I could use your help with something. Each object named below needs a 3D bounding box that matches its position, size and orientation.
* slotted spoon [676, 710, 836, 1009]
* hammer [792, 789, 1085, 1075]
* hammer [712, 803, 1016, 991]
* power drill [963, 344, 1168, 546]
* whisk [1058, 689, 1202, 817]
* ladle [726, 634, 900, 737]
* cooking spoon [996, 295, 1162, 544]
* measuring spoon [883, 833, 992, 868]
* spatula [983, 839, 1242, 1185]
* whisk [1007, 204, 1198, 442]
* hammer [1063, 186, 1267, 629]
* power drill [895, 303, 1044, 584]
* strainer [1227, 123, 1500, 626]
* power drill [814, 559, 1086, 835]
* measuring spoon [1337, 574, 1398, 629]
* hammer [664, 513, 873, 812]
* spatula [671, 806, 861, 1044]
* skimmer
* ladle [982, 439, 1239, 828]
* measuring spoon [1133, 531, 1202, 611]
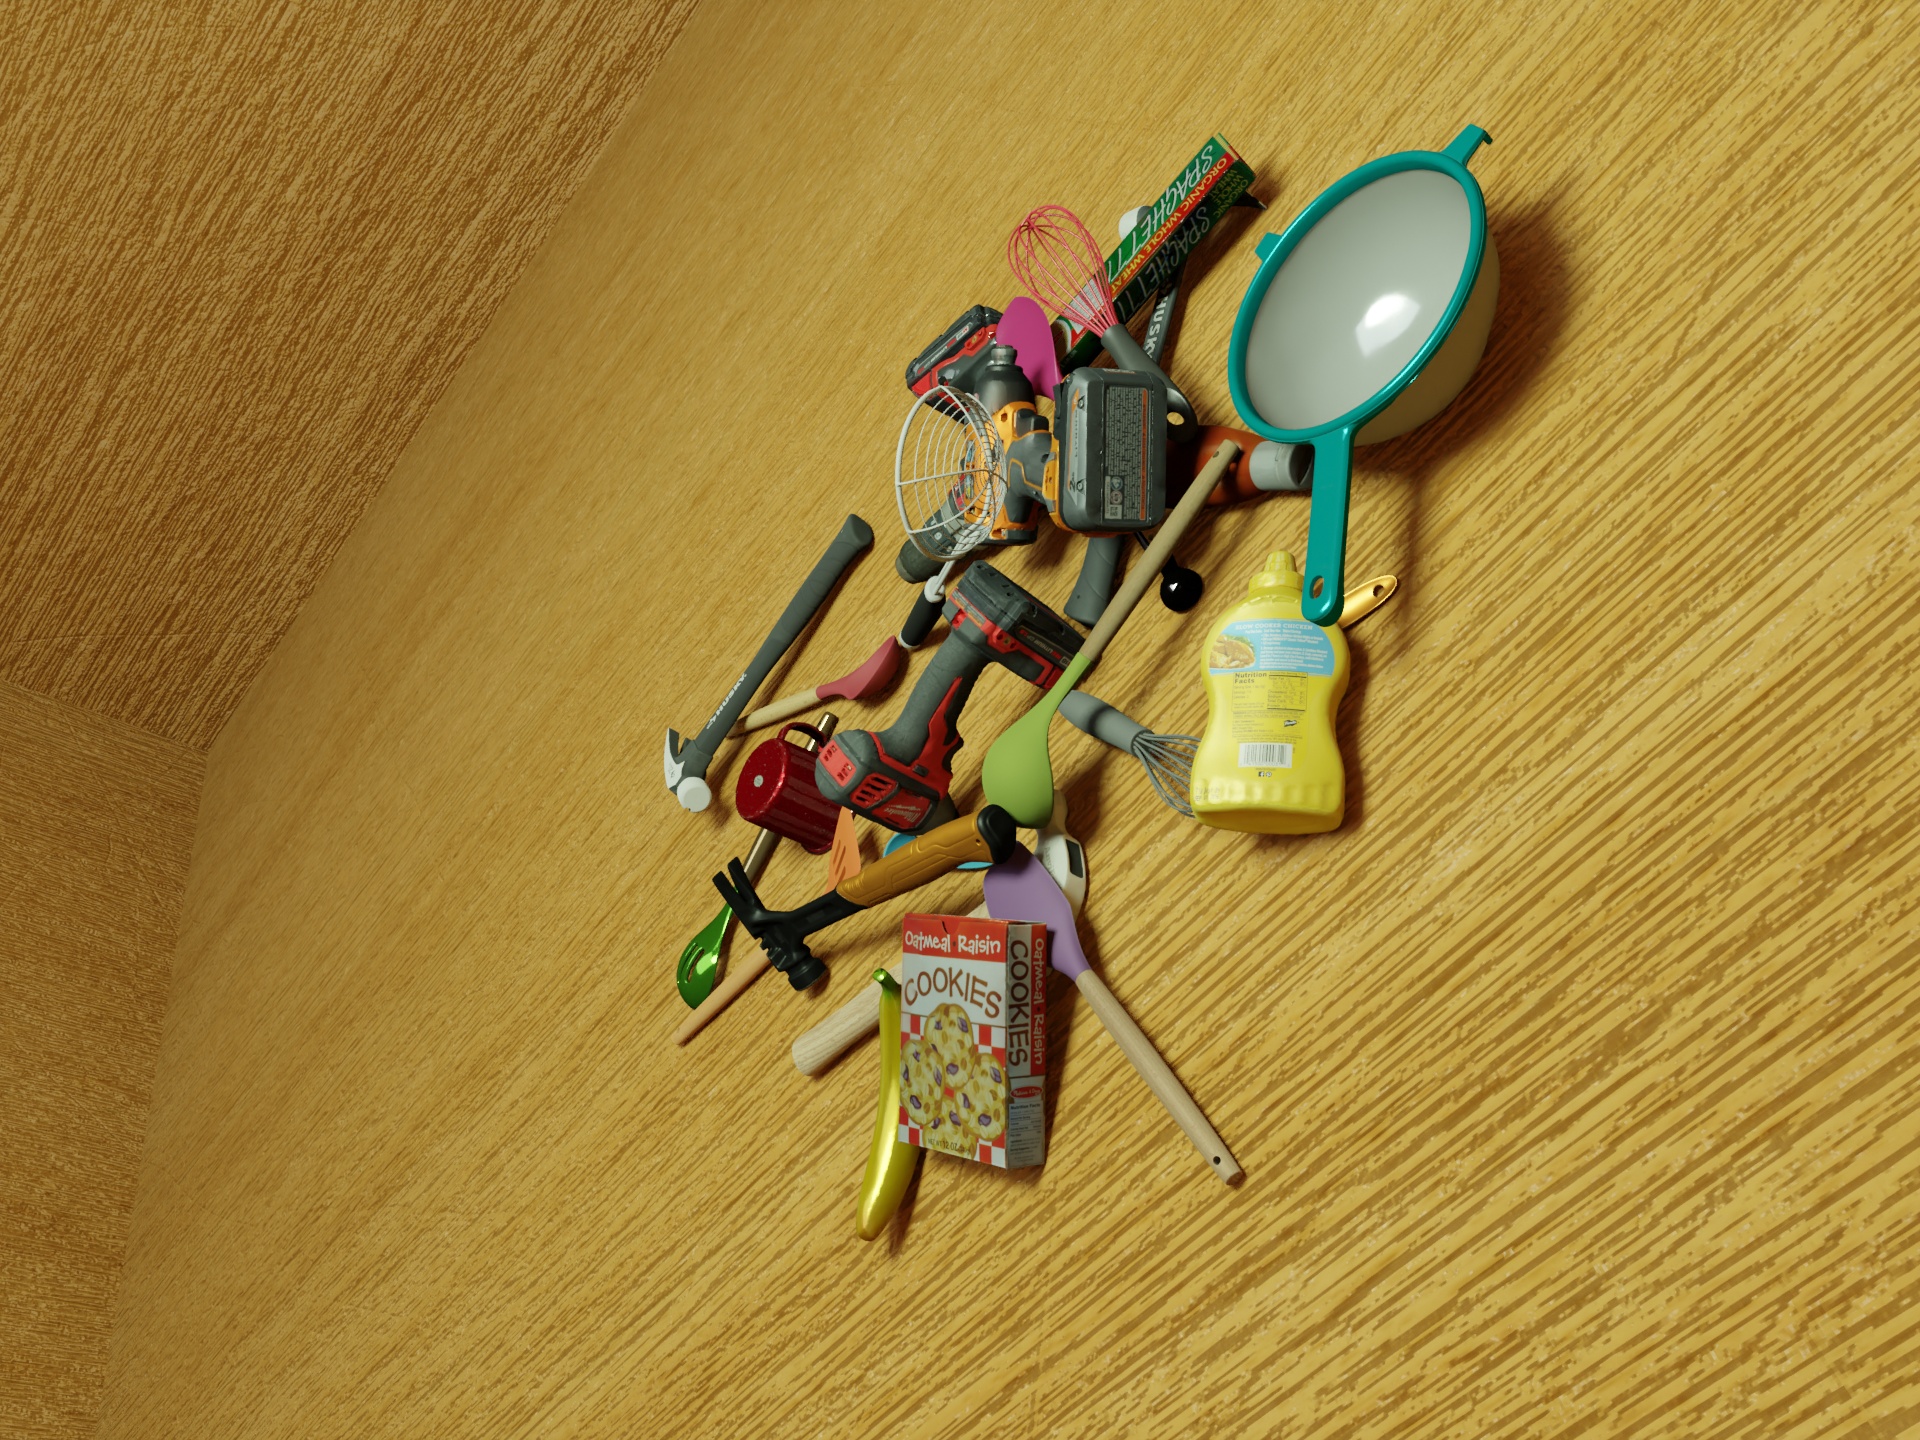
[{"bbox_3d":[-0.197,0.132,1.522,0.314,0.031,0.070,-62,32,0],"label":"slotted spoon"},{"bbox_3d":[-0.024,0.193,1.247,0.331,0.031,0.130,-41,40,30],"label":"hammer"},{"bbox_3d":[-0.074,0.124,1.256,0.337,0.127,0.034,-29,9,47],"label":"hammer"},{"bbox_3d":[0.070,-0.219,1.238,0.227,0.084,0.164,-169,78,-64],"label":"power drill"},{"bbox_3d":[0.128,0.018,1.147,0.055,0.055,0.239,-62,30,3],"label":"whisk"},{"bbox_3d":[-0.152,-0.021,1.559,0.315,0.031,0.069,-19,35,49],"label":"ladle"},{"bbox_3d":[0.097,-0.241,1.290,0.068,0.017,0.319,-56,44,33],"label":"cooking spoon"},{"bbox_3d":[-0.012,0.113,1.302,0.129,0.021,0.042,-4,70,42],"label":"measuring spoon"},{"bbox_3d":[0.095,0.192,1.071,0.060,0.018,0.316,-52,43,12],"label":"spatula"},{"bbox_3d":[0.114,-0.318,1.272,0.073,0.073,0.296,-46,51,24],"label":"whisk"},{"bbox_3d":[0.152,-0.263,1.308,0.149,0.036,0.409,-5,65,51],"label":"hammer"},{"bbox_3d":[0.005,-0.246,1.458,0.188,0.080,0.227,-35,47,36],"label":"power drill"},{"bbox_3d":[0.277,-0.207,1.054,0.211,0.095,0.340,-16,59,51],"label":"strainer"},{"bbox_3d":[-0.002,-0.004,1.261,0.219,0.143,0.079,-51,44,8],"label":"power drill"},{"bbox_3d":[0.247,-0.063,1.074,0.117,0.011,0.021,-36,57,30],"label":"measuring spoon"},{"bbox_3d":[-0.196,-0.068,1.621,0.335,0.035,0.146,-54,27,5],"label":"hammer"},{"bbox_3d":[-0.176,0.201,1.436,0.322,0.041,0.081,-45,39,27],"label":"spatula"},{"bbox_3d":[-0.035,-0.141,1.290,0.363,0.090,0.127,125,166,-69],"label":"skimmer"},{"bbox_3d":[0.116,-0.062,1.161,0.320,0.062,0.078,-56,26,4],"label":"ladle"},{"bbox_3d":[0.147,-0.135,1.218,0.034,0.018,0.124,-37,56,19],"label":"measuring spoon"}]
